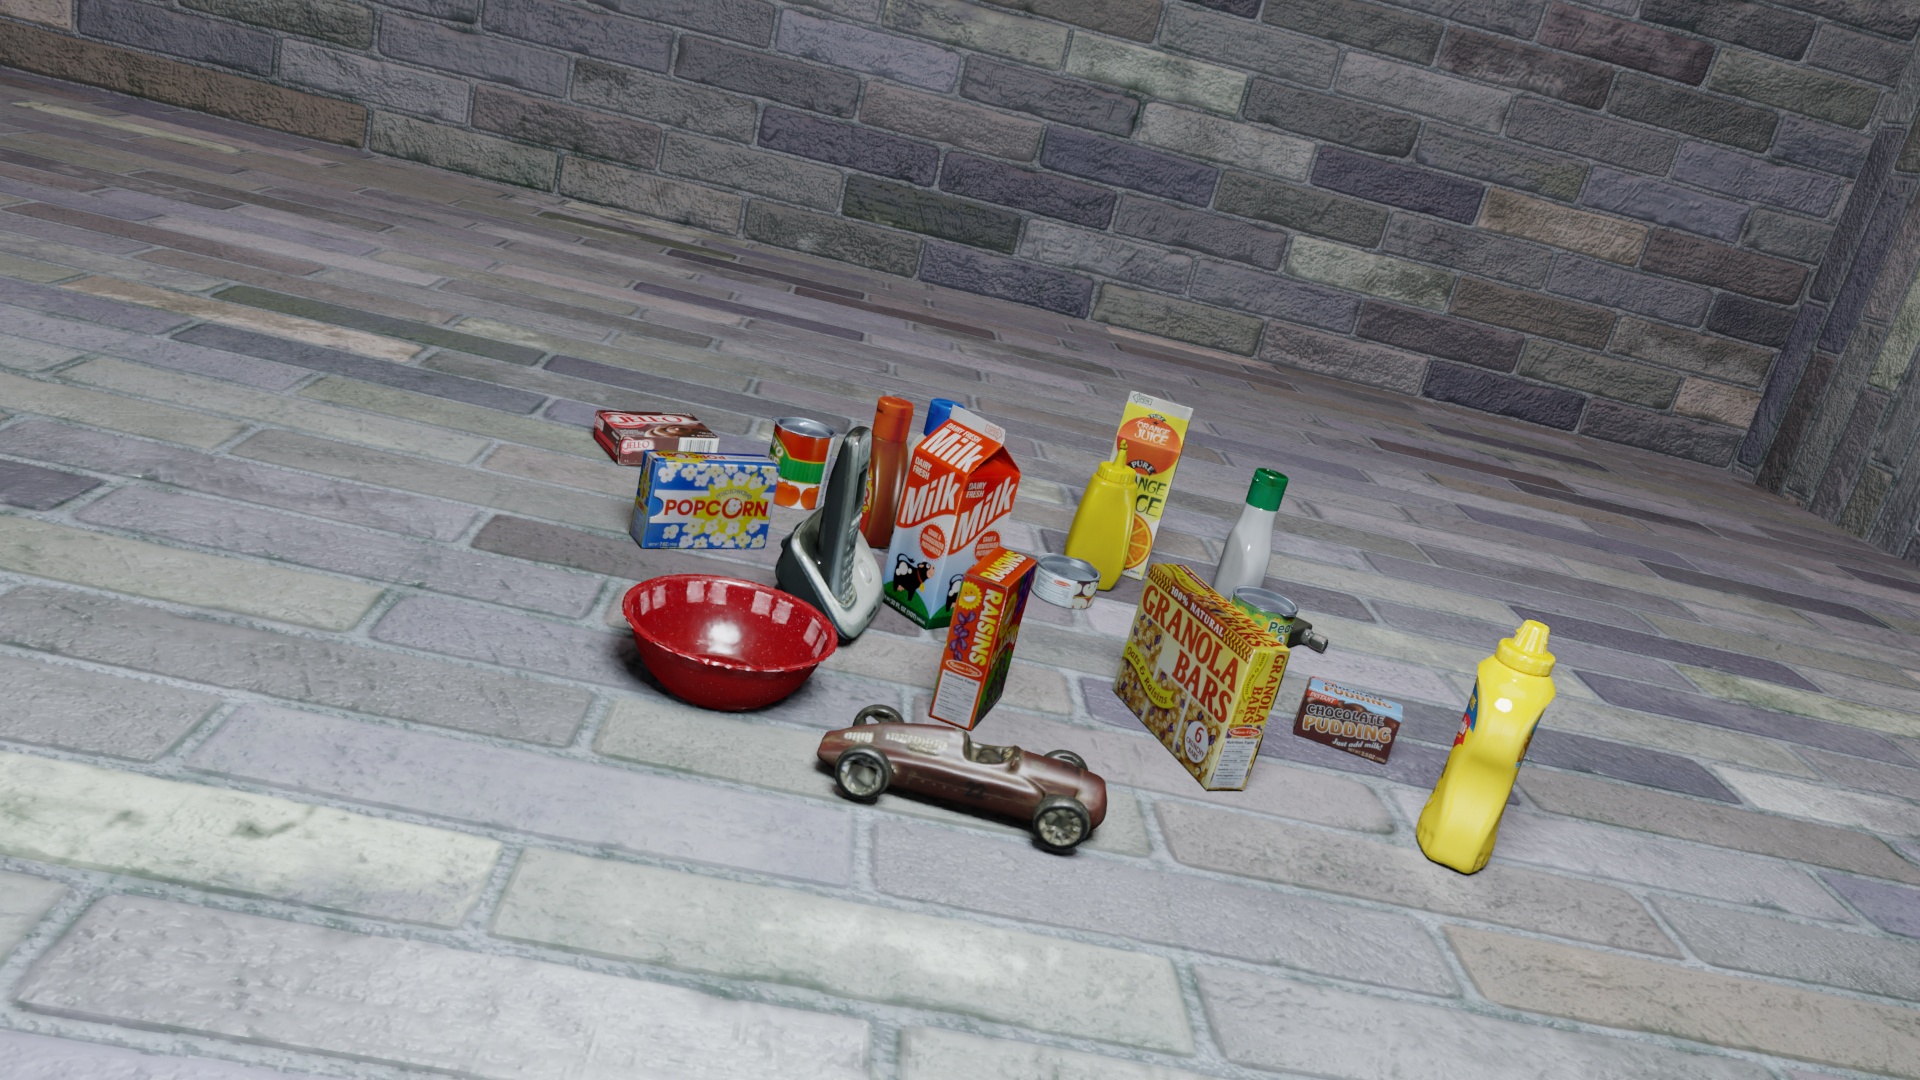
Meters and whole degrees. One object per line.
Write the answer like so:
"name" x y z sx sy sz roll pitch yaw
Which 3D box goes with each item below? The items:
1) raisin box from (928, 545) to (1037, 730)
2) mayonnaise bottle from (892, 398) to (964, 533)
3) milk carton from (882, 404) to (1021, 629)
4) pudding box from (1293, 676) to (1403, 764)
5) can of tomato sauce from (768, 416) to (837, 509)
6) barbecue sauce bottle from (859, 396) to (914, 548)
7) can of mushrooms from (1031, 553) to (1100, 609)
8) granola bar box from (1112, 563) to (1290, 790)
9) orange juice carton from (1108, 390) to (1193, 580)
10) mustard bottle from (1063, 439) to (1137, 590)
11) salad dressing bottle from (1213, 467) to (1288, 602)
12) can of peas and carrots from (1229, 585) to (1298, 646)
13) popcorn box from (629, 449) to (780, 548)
"raisin box" 0.018 0.075 1.093 0.040 0.123 0.086 19 19 14
"mayonnaise bottle" -0.030 -0.073 1.450 0.065 0.147 0.041 2 21 -33
"milk carton" -0.006 -0.022 1.252 0.073 0.189 0.072 -5 26 -45
"pudding box" 0.338 0.156 1.210 0.084 0.049 0.030 18 18 11
"can of tomato sauce" -0.174 -0.083 1.474 0.071 0.082 0.071 13 18 -4
"barbecue sauce bottle" -0.080 -0.070 1.405 0.044 0.148 0.065 4 21 -29
"can of mushrooms" 0.107 0.041 1.400 0.071 0.033 0.071 13 18 -4
"granola bar box" 0.192 0.107 1.127 0.039 0.123 0.166 6 20 -24
"orange juice carton" 0.194 -0.063 1.515 0.072 0.192 0.073 17 18 7
"mustard bottle" 0.152 -0.029 1.437 0.065 0.159 0.049 14 18 -2
"salad dressing bottle" 0.316 -0.004 1.506 0.044 0.147 0.064 9 19 -17
"can of peas and carrots" 0.295 0.085 1.371 0.071 0.058 0.071 13 18 -4
"popcorn box" -0.237 -0.038 1.293 0.127 0.085 0.038 0 23 -36
